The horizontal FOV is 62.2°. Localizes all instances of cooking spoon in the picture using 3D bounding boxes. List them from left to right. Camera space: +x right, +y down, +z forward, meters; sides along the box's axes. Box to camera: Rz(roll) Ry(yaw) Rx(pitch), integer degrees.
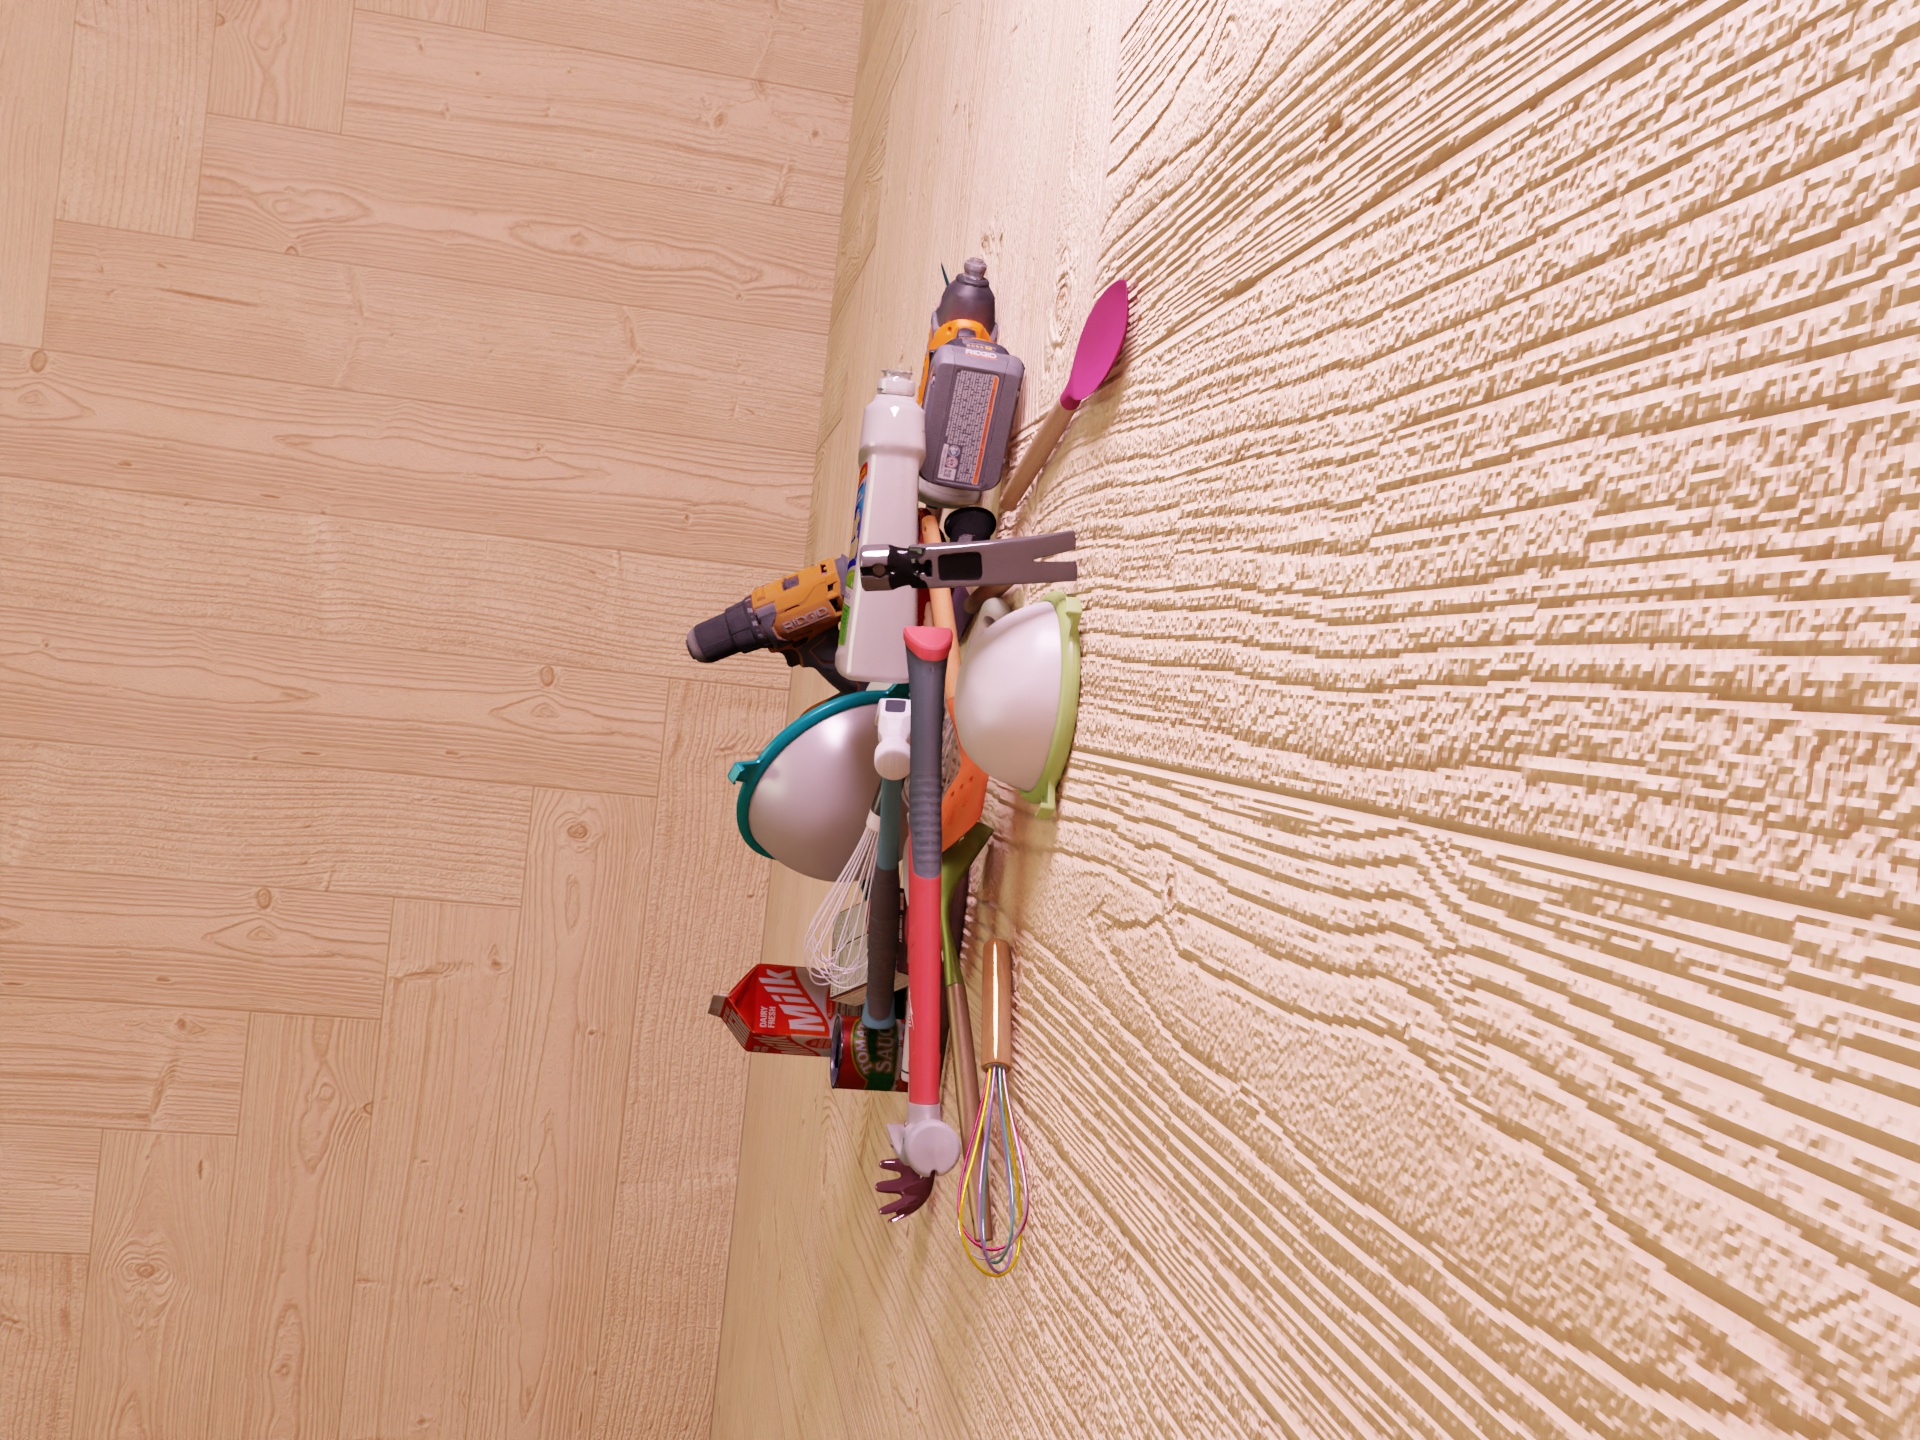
[{"bbox_3d":[0.072,-0.220,1.153,0.319,0.017,0.069,129,146,-70],"label":"cooking spoon"}]

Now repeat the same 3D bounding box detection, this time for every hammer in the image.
[{"bbox_3d":[-0.062,0.129,1.326,0.128,0.033,0.330,-91,5,-59],"label":"hammer"},{"bbox_3d":[-0.028,0.125,1.164,0.143,0.038,0.386,146,125,-79],"label":"hammer"},{"bbox_3d":[0.012,-0.137,1.221,0.335,0.146,0.035,-79,-14,-78],"label":"hammer"}]

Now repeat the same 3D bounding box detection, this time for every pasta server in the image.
[{"bbox_3d":[-0.026,0.268,1.345,0.060,0.040,0.316,-163,80,-67],"label":"pasta server"}]

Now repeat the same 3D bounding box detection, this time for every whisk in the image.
[{"bbox_3d":[-0.079,0.115,1.402,0.070,0.070,0.284,-108,33,-65],"label":"whisk"},{"bbox_3d":[-0.002,-0.004,1.354,0.059,0.058,0.246,-48,-18,-50],"label":"whisk"},{"bbox_3d":[0.022,0.257,1.090,0.051,0.047,0.245,108,167,-51],"label":"whisk"}]

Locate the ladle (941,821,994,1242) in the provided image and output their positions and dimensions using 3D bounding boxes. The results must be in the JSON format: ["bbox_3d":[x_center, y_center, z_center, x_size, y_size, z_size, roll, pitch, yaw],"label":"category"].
[{"bbox_3d":[0.011,0.226,1.199,0.078,0.062,0.320,116,151,-61],"label":"ladle"}]

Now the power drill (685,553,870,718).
[{"bbox_3d":[-0.159,-0.048,1.632,0.084,0.185,0.226,-106,-7,-51],"label":"power drill"}]

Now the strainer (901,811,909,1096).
[{"bbox_3d":[-0.033,0.207,1.390,0.087,0.050,0.258,-157,70,-68],"label":"strainer"}]

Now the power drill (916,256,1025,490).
[{"bbox_3d":[0.003,-0.309,1.404,0.227,0.084,0.164,-97,17,-62],"label":"power drill"}]

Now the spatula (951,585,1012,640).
[{"bbox_3d":[0.015,-0.106,1.388,0.316,0.018,0.060,159,116,-79],"label":"spatula"}]

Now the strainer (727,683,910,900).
[{"bbox_3d":[-0.085,0.120,1.522,0.095,0.211,0.340,51,163,37],"label":"strainer"}]

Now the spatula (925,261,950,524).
[{"bbox_3d":[-0.021,-0.301,1.617,0.082,0.044,0.317,-104,21,-51],"label":"spatula"}]

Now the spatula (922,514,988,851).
[{"bbox_3d":[-0.014,-0.038,1.283,0.081,0.041,0.323,-41,46,42],"label":"spatula"}]

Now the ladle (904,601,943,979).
[{"bbox_3d":[-0.027,0.056,1.323,0.069,0.031,0.315,146,126,-75],"label":"ladle"}]

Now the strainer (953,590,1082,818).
[{"bbox_3d":[0.023,-0.028,1.167,0.256,0.069,0.151,-140,57,-75],"label":"strainer"}]

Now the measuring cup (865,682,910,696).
[{"bbox_3d":[-0.053,0.027,1.553,0.038,0.083,0.167,-125,32,-58],"label":"measuring cup"}]
